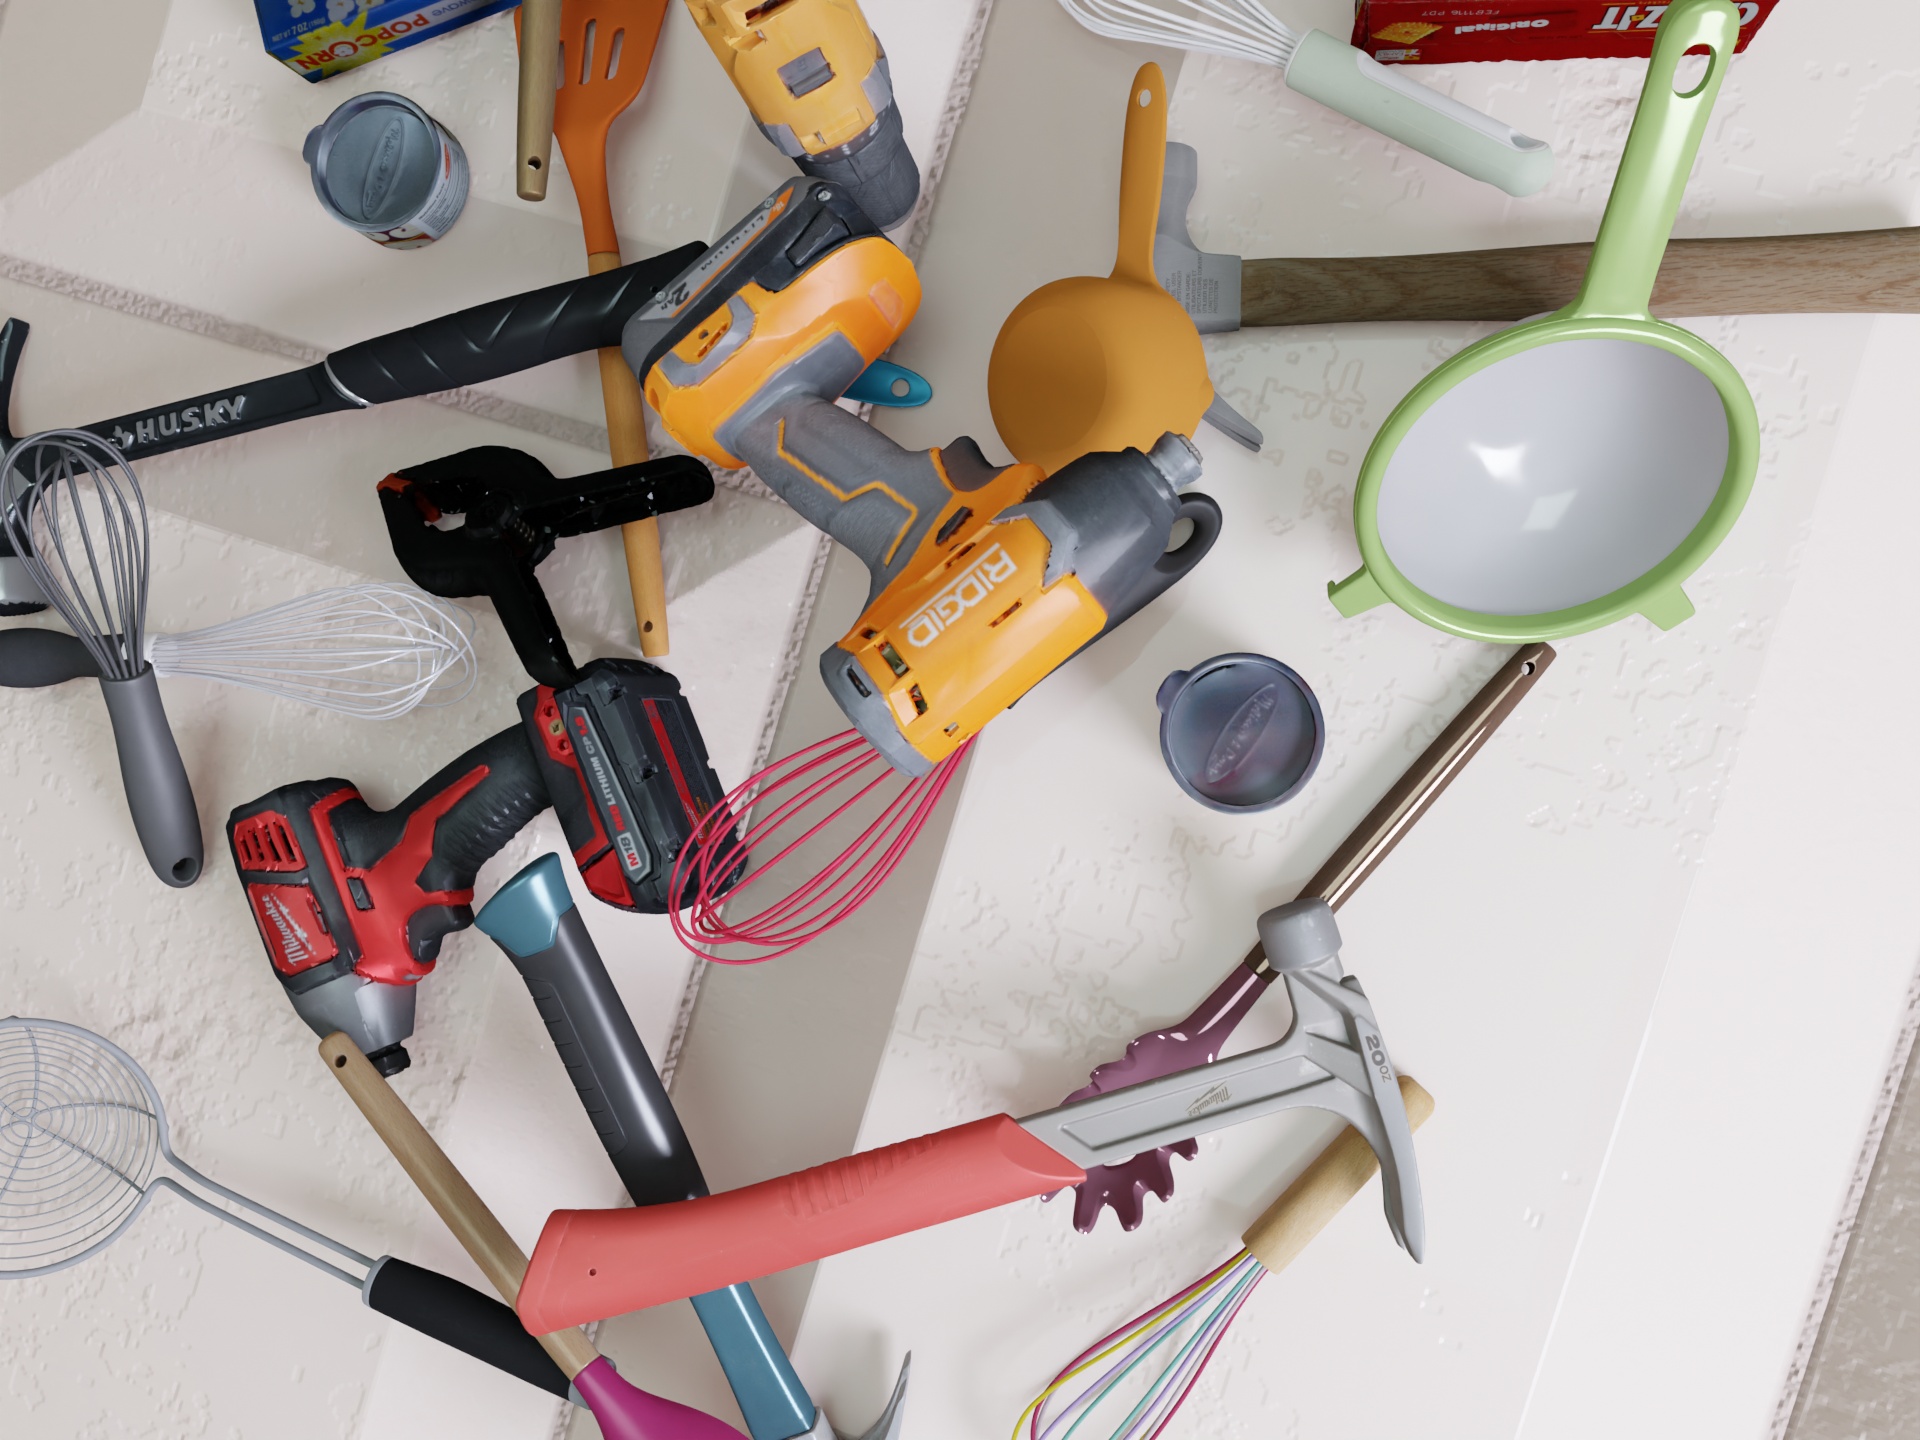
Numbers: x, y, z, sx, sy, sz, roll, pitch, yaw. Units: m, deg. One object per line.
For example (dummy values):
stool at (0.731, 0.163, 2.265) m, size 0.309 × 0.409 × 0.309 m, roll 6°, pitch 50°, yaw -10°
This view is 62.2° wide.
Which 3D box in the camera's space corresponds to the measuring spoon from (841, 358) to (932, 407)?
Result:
measuring spoon at (-0.076, -0.162, 0.733) m, size 0.128 × 0.021 × 0.042 m, roll 13°, pitch 90°, yaw 1°

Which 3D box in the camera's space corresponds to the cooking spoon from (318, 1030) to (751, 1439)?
cooking spoon at (-0.174, 0.253, 0.669) m, size 0.069 × 0.017 × 0.319 m, roll -42°, pitch 75°, yaw -8°

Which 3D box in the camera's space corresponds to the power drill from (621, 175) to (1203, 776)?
power drill at (-0.020, -0.110, 0.635) m, size 0.164 × 0.084 × 0.227 m, roll -39°, pitch 66°, yaw 6°

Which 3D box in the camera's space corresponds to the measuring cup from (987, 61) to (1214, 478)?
measuring cup at (0.056, -0.182, 0.657) m, size 0.095 × 0.052 × 0.173 m, roll 18°, pitch 111°, yaw 39°

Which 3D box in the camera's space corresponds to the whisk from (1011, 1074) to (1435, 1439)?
whisk at (0.110, 0.243, 0.679) m, size 0.047 × 0.051 × 0.245 m, roll 44°, pitch 93°, yaw 13°

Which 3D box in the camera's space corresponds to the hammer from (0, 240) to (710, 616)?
hammer at (-0.302, -0.159, 0.743) m, size 0.409 × 0.036 × 0.149 m, roll -10°, pitch 86°, yaw 15°

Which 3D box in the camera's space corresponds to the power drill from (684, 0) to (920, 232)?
power drill at (-0.086, -0.329, 0.675) m, size 0.084 × 0.185 × 0.226 m, roll -26°, pitch 66°, yaw 9°

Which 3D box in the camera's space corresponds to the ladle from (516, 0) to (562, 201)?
ladle at (-0.188, -0.394, 0.724) m, size 0.078 × 0.062 × 0.320 m, roll 3°, pitch 90°, yaw -24°

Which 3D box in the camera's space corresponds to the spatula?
spatula at (-0.159, -0.190, 0.742) m, size 0.081 × 0.041 × 0.322 m, roll -6°, pitch 92°, yaw 11°

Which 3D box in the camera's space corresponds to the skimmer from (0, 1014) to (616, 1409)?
skimmer at (-0.327, 0.236, 0.711) m, size 0.363 × 0.090 × 0.127 m, roll 16°, pitch 91°, yaw 19°

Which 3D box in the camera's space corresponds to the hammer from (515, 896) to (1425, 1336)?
hammer at (0.001, 0.191, 0.643) m, size 0.359 × 0.036 × 0.149 m, roll -16°, pitch 88°, yaw -2°

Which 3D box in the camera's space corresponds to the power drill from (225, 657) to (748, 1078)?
power drill at (-0.218, 0.069, 0.723) m, size 0.219 × 0.078 × 0.143 m, roll -23°, pitch 85°, yaw 12°

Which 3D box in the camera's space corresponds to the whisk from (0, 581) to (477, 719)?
whisk at (-0.359, -0.031, 0.760) m, size 0.284 × 0.070 × 0.070 m, roll -1°, pitch 89°, yaw 15°

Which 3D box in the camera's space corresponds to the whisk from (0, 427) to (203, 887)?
whisk at (-0.380, -0.020, 0.718) m, size 0.055 × 0.055 × 0.238 m, roll 8°, pitch 122°, yaw 10°

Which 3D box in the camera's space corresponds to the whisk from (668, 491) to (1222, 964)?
whisk at (-0.001, -0.002, 0.671) m, size 0.296 × 0.073 × 0.073 m, roll -39°, pitch 83°, yaw -9°

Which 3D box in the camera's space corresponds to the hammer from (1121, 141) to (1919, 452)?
hammer at (0.234, -0.181, 0.668) m, size 0.331 × 0.031 × 0.130 m, roll 1°, pitch 89°, yaw 10°

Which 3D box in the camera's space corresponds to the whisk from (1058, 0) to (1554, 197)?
whisk at (0.136, -0.283, 0.667) m, size 0.246 × 0.058 × 0.059 m, roll 32°, pitch 136°, yaw 13°

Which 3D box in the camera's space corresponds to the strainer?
strainer at (0.230, -0.147, 0.599) m, size 0.151 × 0.069 × 0.256 m, roll 2°, pitch 131°, yaw 0°

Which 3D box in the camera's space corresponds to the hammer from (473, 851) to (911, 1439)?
hammer at (-0.122, 0.211, 0.684) m, size 0.128 × 0.033 × 0.331 m, roll -21°, pitch 101°, yaw 9°

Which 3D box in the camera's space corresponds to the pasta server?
pasta server at (0.145, 0.089, 0.677) m, size 0.060 × 0.040 × 0.316 m, roll 41°, pitch 95°, yaw 2°
